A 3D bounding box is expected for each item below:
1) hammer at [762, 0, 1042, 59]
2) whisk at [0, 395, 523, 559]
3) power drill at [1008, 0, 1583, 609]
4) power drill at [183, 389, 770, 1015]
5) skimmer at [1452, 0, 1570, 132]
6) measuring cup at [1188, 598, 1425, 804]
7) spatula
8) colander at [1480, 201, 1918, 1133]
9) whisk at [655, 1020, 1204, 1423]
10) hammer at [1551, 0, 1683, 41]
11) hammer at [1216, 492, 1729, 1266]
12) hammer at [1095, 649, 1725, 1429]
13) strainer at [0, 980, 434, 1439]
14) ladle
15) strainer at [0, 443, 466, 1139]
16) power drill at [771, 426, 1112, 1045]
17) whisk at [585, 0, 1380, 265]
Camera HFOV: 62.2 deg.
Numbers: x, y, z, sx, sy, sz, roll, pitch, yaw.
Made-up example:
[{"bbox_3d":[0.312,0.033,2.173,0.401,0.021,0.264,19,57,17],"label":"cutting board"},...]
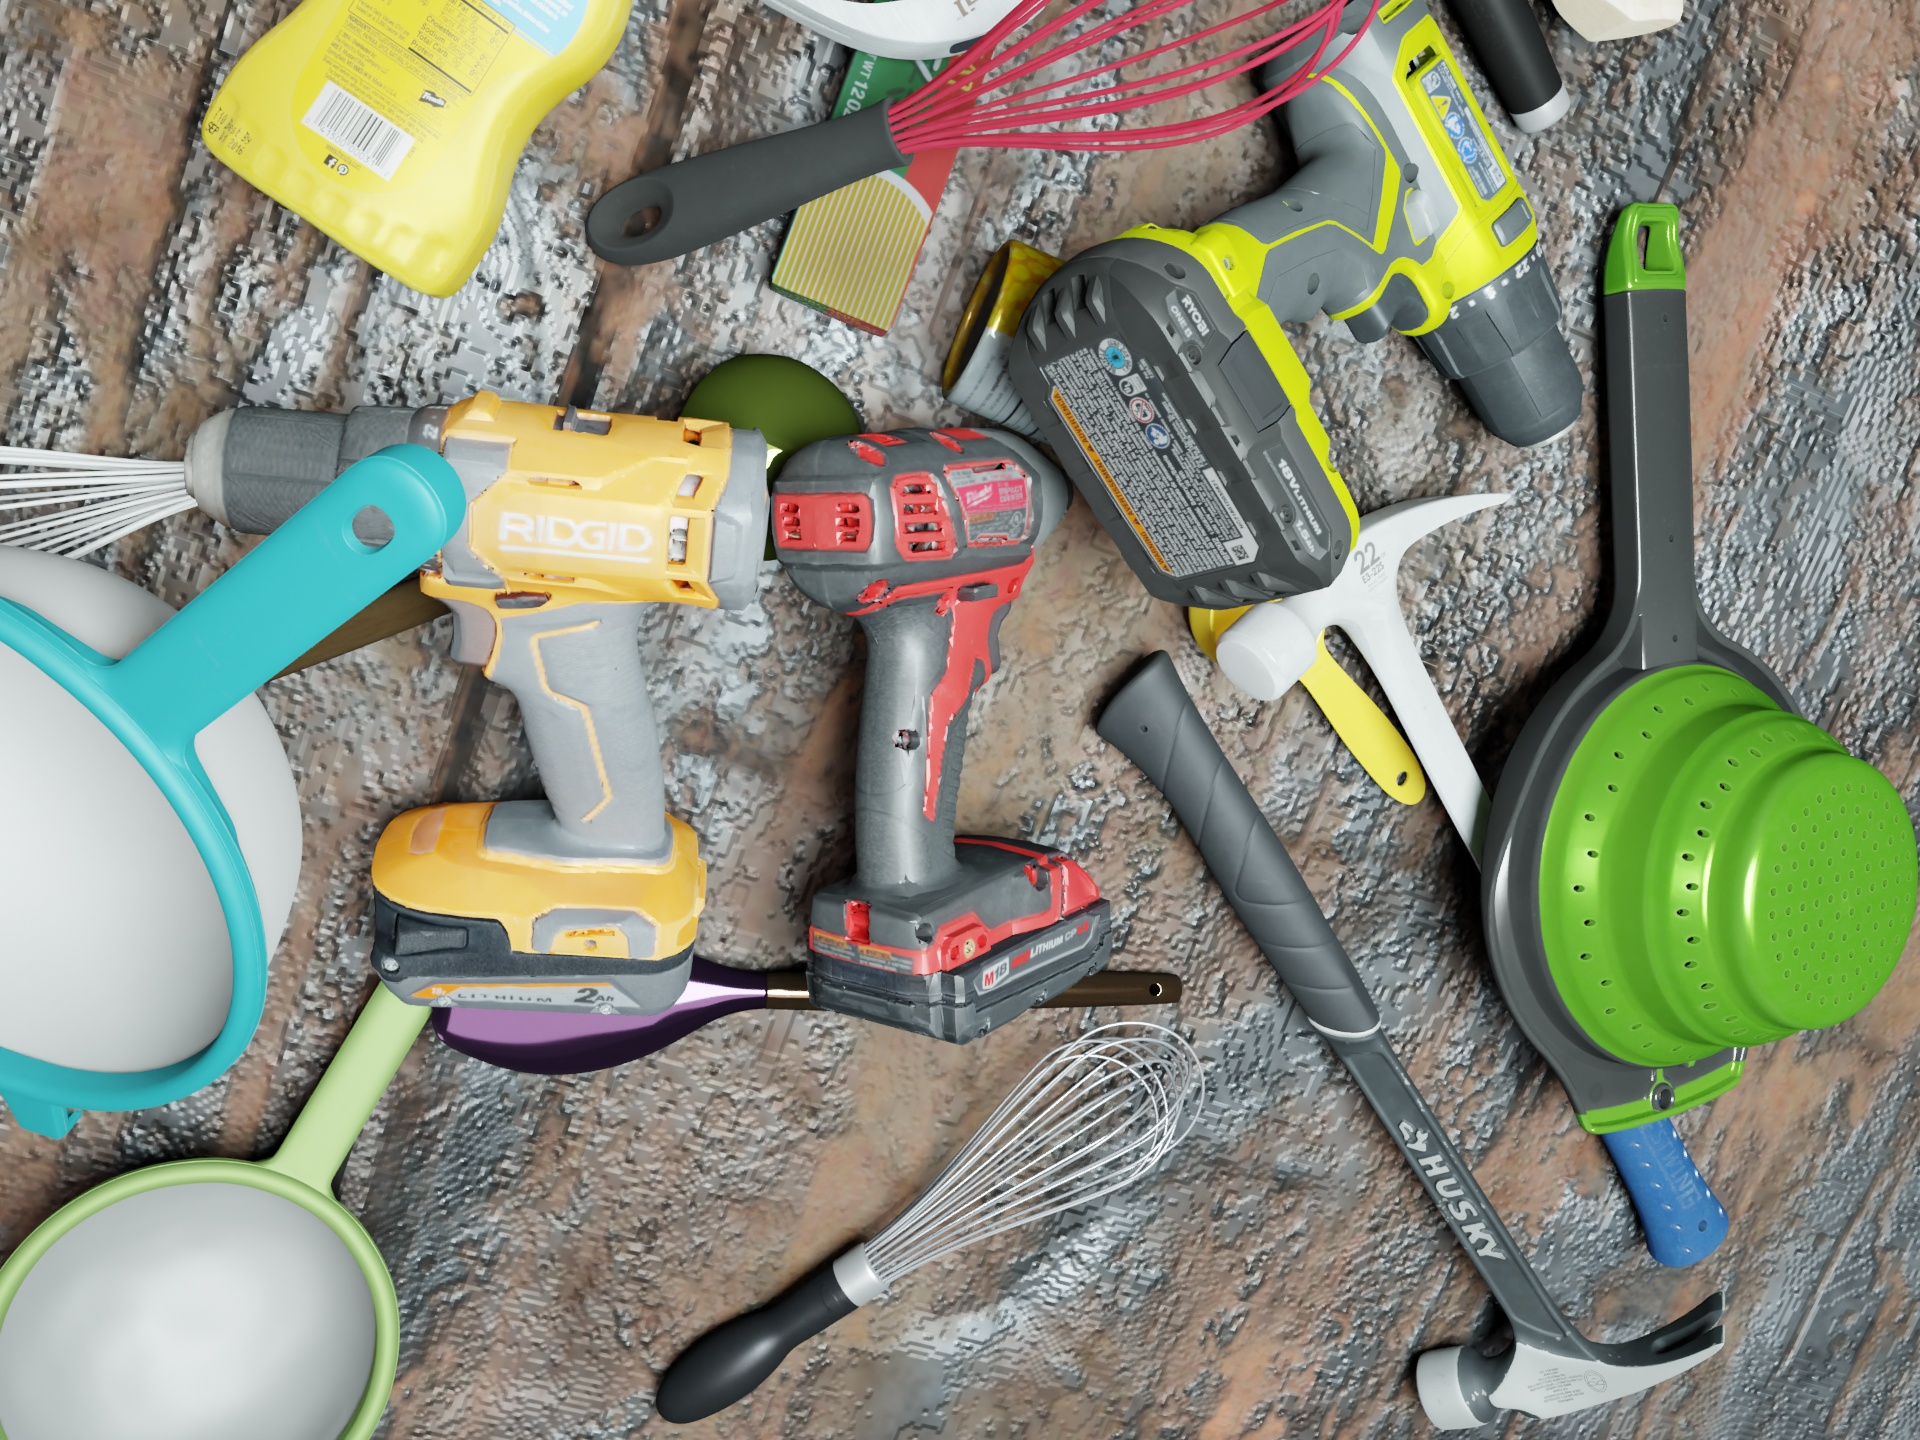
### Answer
[{"bbox_3d":[-0.076,-0.377,0.536,0.128,0.033,0.331,-34,99,2],"label":"hammer"},{"bbox_3d":[-0.278,-0.087,0.578,0.246,0.059,0.058,-13,77,-11],"label":"whisk"},{"bbox_3d":[0.140,-0.143,0.586,0.228,0.080,0.190,-45,109,-30],"label":"power drill"},{"bbox_3d":[-0.170,-0.007,0.567,0.185,0.084,0.226,5,119,-10],"label":"power drill"},{"bbox_3d":[0.117,-0.335,0.541,0.363,0.127,0.090,47,61,-31],"label":"skimmer"},{"bbox_3d":[0.152,-0.016,0.685,0.062,0.029,0.156,-47,118,-5],"label":"measuring cup"},{"bbox_3d":[-0.057,0.116,0.670,0.316,0.018,0.060,1,88,-14],"label":"spatula"},{"bbox_3d":[0.317,-0.016,0.653,0.204,0.094,0.397,-8,98,-27],"label":"colander"},{"bbox_3d":[-0.017,0.222,0.691,0.284,0.070,0.070,-35,106,4],"label":"whisk"},{"bbox_3d":[0.243,-0.465,0.573,0.146,0.038,0.410,-8,99,-10],"label":"hammer"},{"bbox_3d":[0.255,0.085,0.703,0.144,0.035,0.405,-40,111,-20],"label":"hammer"},{"bbox_3d":[0.182,0.145,0.693,0.149,0.036,0.408,-26,103,33],"label":"hammer"},{"bbox_3d":[-0.278,0.197,0.640,0.151,0.069,0.256,32,78,-17],"label":"strainer"},{"bbox_3d":[-0.188,-0.056,0.609,0.320,0.062,0.078,-21,114,2],"label":"ladle"},{"bbox_3d":[-0.251,-0.006,0.497,0.340,0.095,0.211,-28,108,28],"label":"strainer"},{"bbox_3d":[-0.001,-0.002,0.610,0.143,0.078,0.219,-17,108,-50],"label":"power drill"},{"bbox_3d":[-0.004,-0.209,0.544,0.296,0.073,0.073,-12,106,21],"label":"whisk"}]
